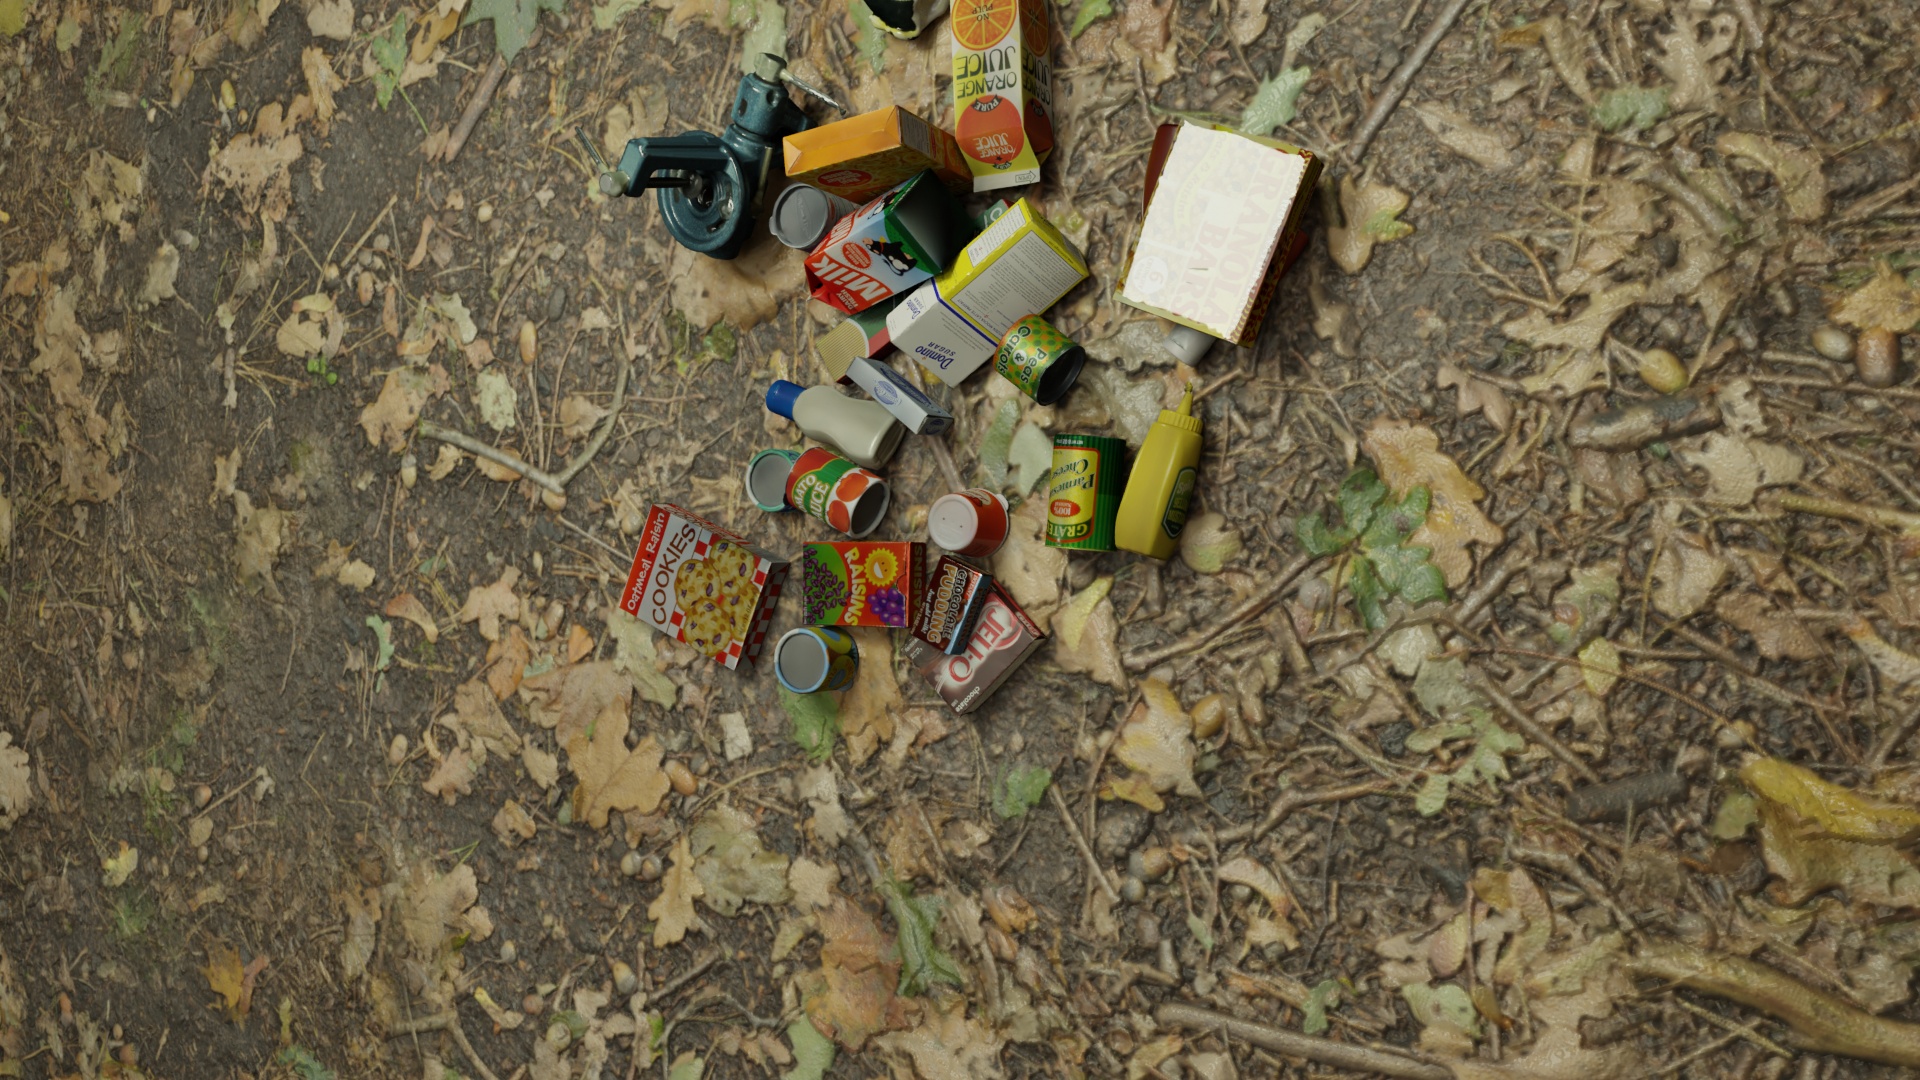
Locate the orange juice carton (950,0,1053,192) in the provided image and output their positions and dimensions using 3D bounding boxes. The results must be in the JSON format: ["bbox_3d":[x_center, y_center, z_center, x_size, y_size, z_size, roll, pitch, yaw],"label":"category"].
[{"bbox_3d":[0.040,-0.426,1.304,0.072,0.073,0.192,-3,88,27],"label":"orange juice carton"}]

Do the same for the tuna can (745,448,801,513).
[{"bbox_3d":[-0.185,-0.062,1.433,0.071,0.033,0.071,0,89,28],"label":"tuna can"}]

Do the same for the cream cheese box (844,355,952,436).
[{"bbox_3d":[-0.060,-0.141,1.359,0.104,0.053,0.024,41,109,22],"label":"cream cheese box"}]

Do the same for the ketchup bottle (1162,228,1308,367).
[{"bbox_3d":[0.235,-0.221,1.215,0.065,0.043,0.148,43,108,24],"label":"ketchup bottle"}]

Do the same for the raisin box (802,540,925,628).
[{"bbox_3d":[-0.097,0.043,1.382,0.123,0.040,0.086,0,88,27],"label":"raisin box"}]

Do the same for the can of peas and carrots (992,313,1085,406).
[{"bbox_3d":[0.071,-0.167,1.282,0.059,0.071,0.070,40,106,23],"label":"can of peas and carrots"}]

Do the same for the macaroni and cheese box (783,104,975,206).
[{"bbox_3d":[-0.068,-0.353,1.305,0.123,0.167,0.040,-6,87,28],"label":"macaroni and cheese box"}]

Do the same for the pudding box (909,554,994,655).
[{"bbox_3d":[-0.008,0.061,1.297,0.050,0.030,0.083,26,98,25],"label":"pudding box"}]

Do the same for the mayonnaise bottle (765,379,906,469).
[{"bbox_3d":[-0.129,-0.123,1.398,0.148,0.041,0.065,24,74,27],"label":"mayonnaise bottle"}]

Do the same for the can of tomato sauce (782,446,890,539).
[{"bbox_3d":[-0.123,-0.046,1.380,0.083,0.071,0.071,27,101,25],"label":"can of tomato sauce"}]

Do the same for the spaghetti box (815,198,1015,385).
[{"bbox_3d":[-0.036,-0.241,1.364,0.249,0.029,0.050,-34,75,23],"label":"spaghetti box"}]

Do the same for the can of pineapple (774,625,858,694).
[{"bbox_3d":[-0.143,0.121,1.393,0.071,0.058,0.071,-1,89,27],"label":"can of pineapple"}]

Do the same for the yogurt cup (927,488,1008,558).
[{"bbox_3d":[0.005,-0.017,1.323,0.072,0.054,0.072,0,89,28],"label":"yogurt cup"}]

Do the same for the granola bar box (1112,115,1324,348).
[{"bbox_3d":[0.217,-0.261,1.177,0.124,0.039,0.165,25,100,27],"label":"granola bar box"}]

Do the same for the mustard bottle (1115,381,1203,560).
[{"bbox_3d":[0.182,-0.063,1.228,0.049,0.065,0.160,18,93,31],"label":"mustard bottle"}]

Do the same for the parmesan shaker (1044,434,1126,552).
[{"bbox_3d":[0.111,-0.043,1.262,0.071,0.071,0.103,5,91,27],"label":"parmesan shaker"}]

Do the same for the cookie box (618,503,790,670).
[{"bbox_3d":[-0.273,0.047,1.473,0.167,0.040,0.122,24,100,25],"label":"cookie box"}]

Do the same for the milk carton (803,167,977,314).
[{"bbox_3d":[-0.080,-0.277,1.328,0.073,0.073,0.190,48,147,-22],"label":"milk carton"}]

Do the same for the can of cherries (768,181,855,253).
[{"bbox_3d":[-0.149,-0.324,1.407,0.071,0.058,0.071,0,90,27],"label":"can of cherries"}]

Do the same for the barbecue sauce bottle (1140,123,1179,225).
[{"bbox_3d":[0.189,-0.292,1.240,0.065,0.044,0.148,17,97,26],"label":"barbecue sauce bottle"}]
